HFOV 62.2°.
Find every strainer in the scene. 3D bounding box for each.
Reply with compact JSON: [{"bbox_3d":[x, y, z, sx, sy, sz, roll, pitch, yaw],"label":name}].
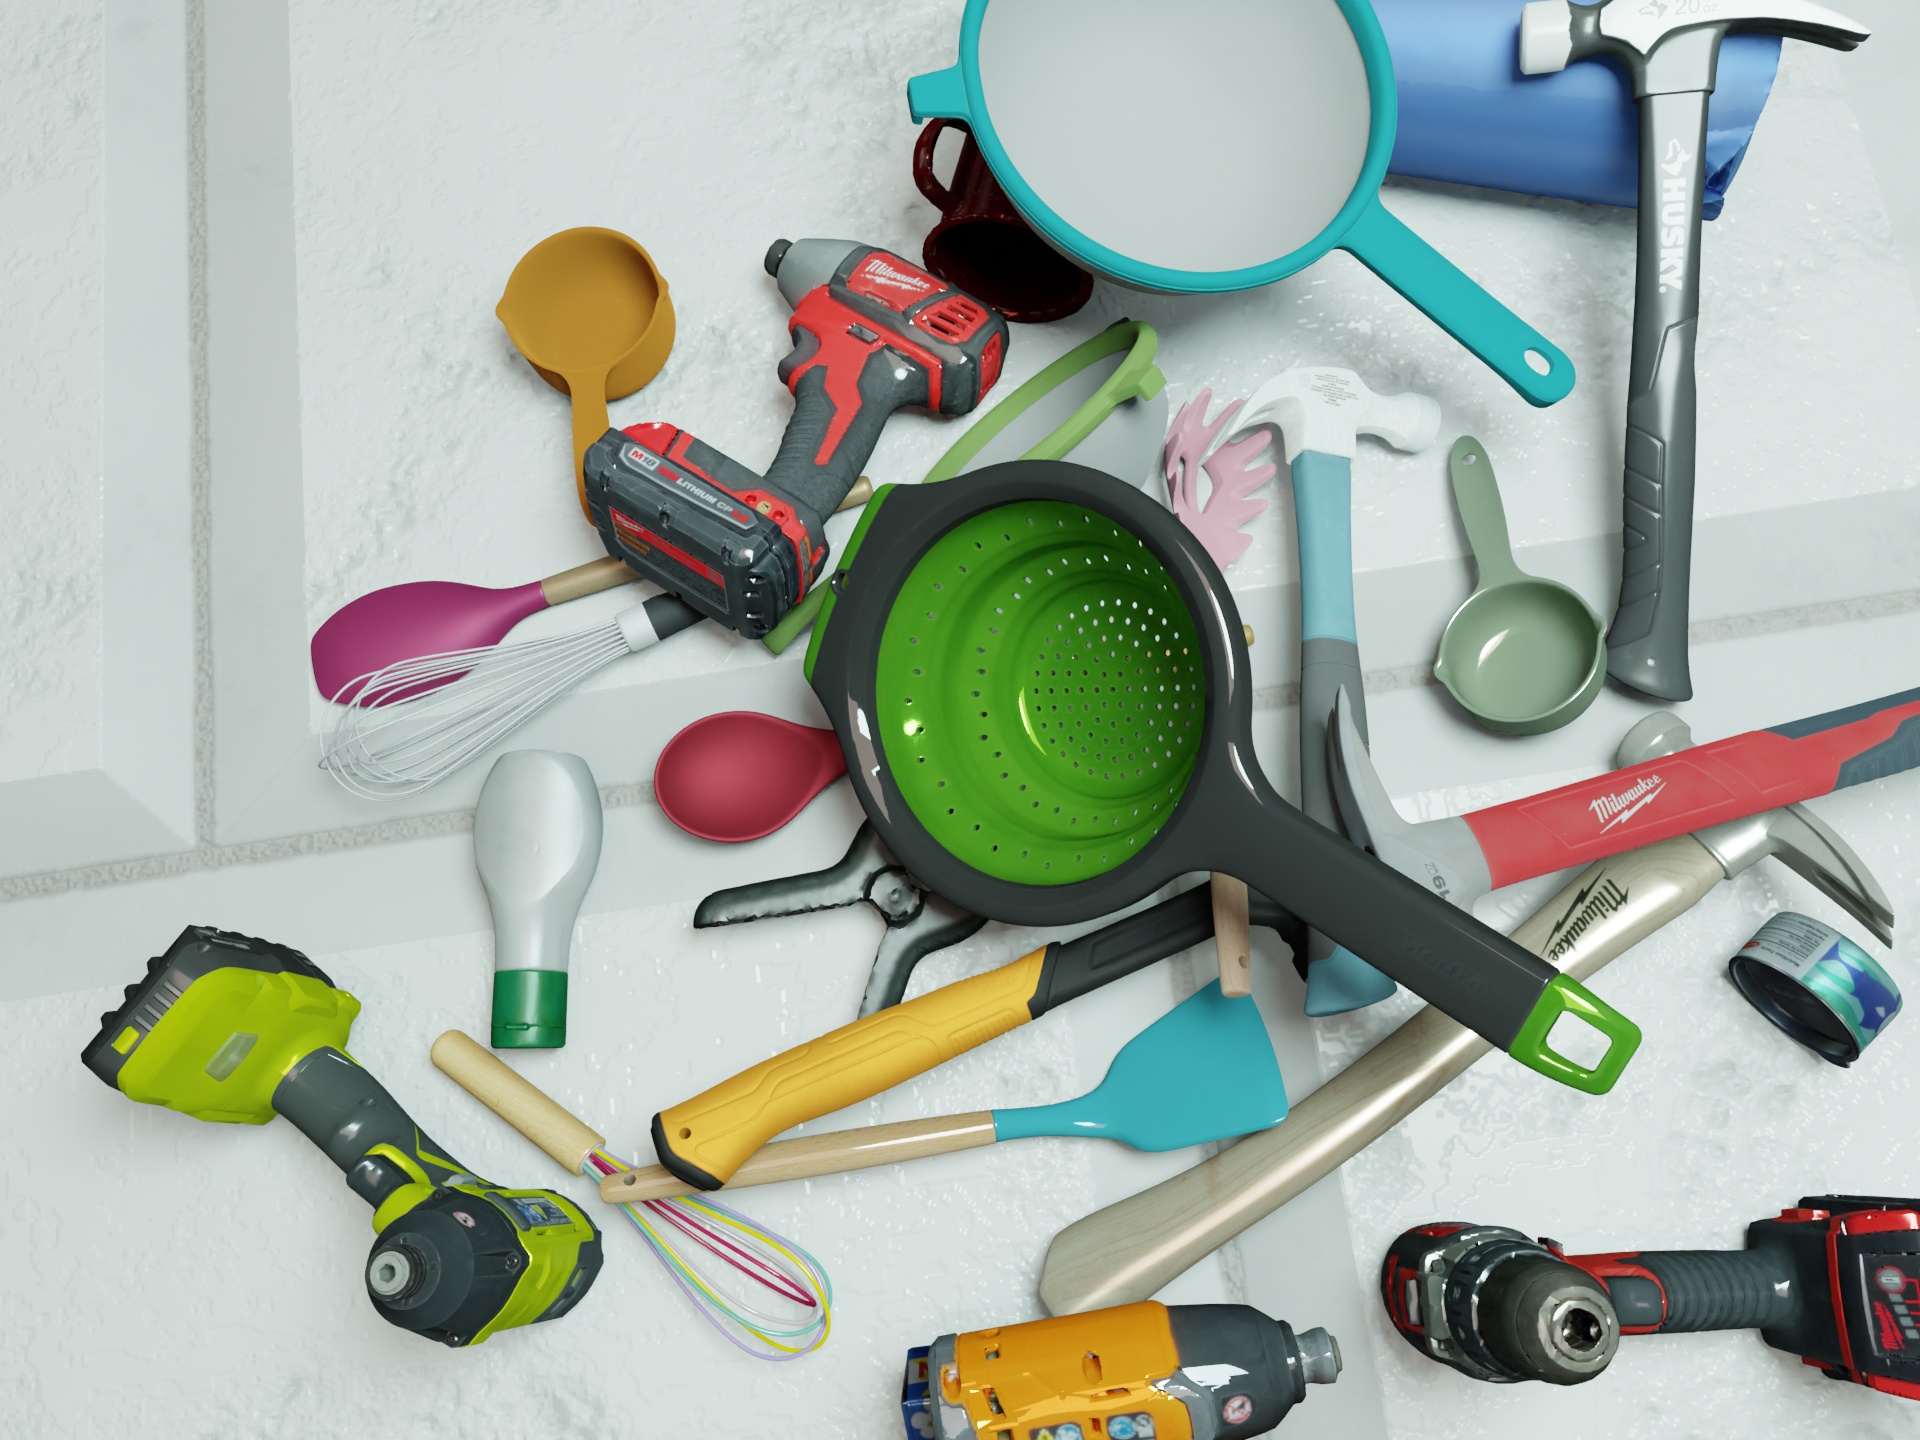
[{"bbox_3d":[0.012,-0.098,0.815,0.256,0.152,0.069,-37,108,14],"label":"strainer"},{"bbox_3d":[0.146,-0.253,0.780,0.340,0.095,0.211,37,76,-4],"label":"strainer"}]

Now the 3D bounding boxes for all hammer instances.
[{"bbox_3d":[0.342,-0.175,0.760,0.146,0.035,0.334,1,100,16],"label":"hammer"},{"bbox_3d":[0.014,0.124,0.747,0.337,0.034,0.127,-23,66,-9],"label":"hammer"},{"bbox_3d":[0.179,-0.023,0.762,0.128,0.033,0.331,9,68,-17],"label":"hammer"},{"bbox_3d":[0.216,0.160,0.727,0.410,0.038,0.146,-36,45,-1],"label":"hammer"},{"bbox_3d":[0.359,0.005,0.703,0.386,0.038,0.143,-15,62,-6],"label":"hammer"}]

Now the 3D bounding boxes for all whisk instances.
[{"bbox_3d":[-0.160,0.220,0.766,0.245,0.047,0.051,32,53,16],"label":"whisk"},{"bbox_3d":[-0.198,-0.035,0.828,0.284,0.070,0.070,-25,75,-7],"label":"whisk"}]

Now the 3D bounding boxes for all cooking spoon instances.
[{"bbox_3d":[-0.199,-0.077,0.857,0.319,0.017,0.069,-18,73,1],"label":"cooking spoon"}]

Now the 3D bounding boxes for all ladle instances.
[{"bbox_3d":[-0.001,-0.003,0.817,0.315,0.031,0.069,-16,78,-1],"label":"ladle"}]

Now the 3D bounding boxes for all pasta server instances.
[{"bbox_3d":[0.128,-0.022,0.774,0.060,0.040,0.316,13,61,-23],"label":"pasta server"}]

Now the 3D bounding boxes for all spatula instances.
[{"bbox_3d":[-0.011,0.187,0.744,0.317,0.044,0.082,-9,48,-6],"label":"spatula"}]

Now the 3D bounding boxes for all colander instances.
[{"bbox_3d":[0.110,0.027,0.693,0.397,0.094,0.204,33,109,27],"label":"colander"}]

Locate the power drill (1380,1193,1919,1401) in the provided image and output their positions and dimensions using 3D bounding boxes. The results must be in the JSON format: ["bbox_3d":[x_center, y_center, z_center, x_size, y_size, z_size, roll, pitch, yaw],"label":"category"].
[{"bbox_3d":[0.300,0.238,0.650,0.226,0.187,0.080,-1,75,1],"label":"power drill"}]

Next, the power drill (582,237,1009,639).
[{"bbox_3d":[-0.088,-0.162,0.824,0.143,0.078,0.220,32,65,12],"label":"power drill"}]

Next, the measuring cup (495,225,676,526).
[{"bbox_3d":[-0.196,-0.179,0.867,0.095,0.052,0.174,-8,77,3],"label":"measuring cup"}]

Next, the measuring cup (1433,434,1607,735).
[{"bbox_3d":[0.275,-0.069,0.804,0.083,0.038,0.168,-18,59,25],"label":"measuring cup"}]

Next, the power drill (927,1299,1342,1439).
[{"bbox_3d":[0.086,0.345,0.651,0.164,0.084,0.226,-11,100,2],"label":"power drill"}]

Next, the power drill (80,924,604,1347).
[{"bbox_3d":[-0.277,0.192,0.720,0.223,0.171,0.080,35,81,16],"label":"power drill"}]
